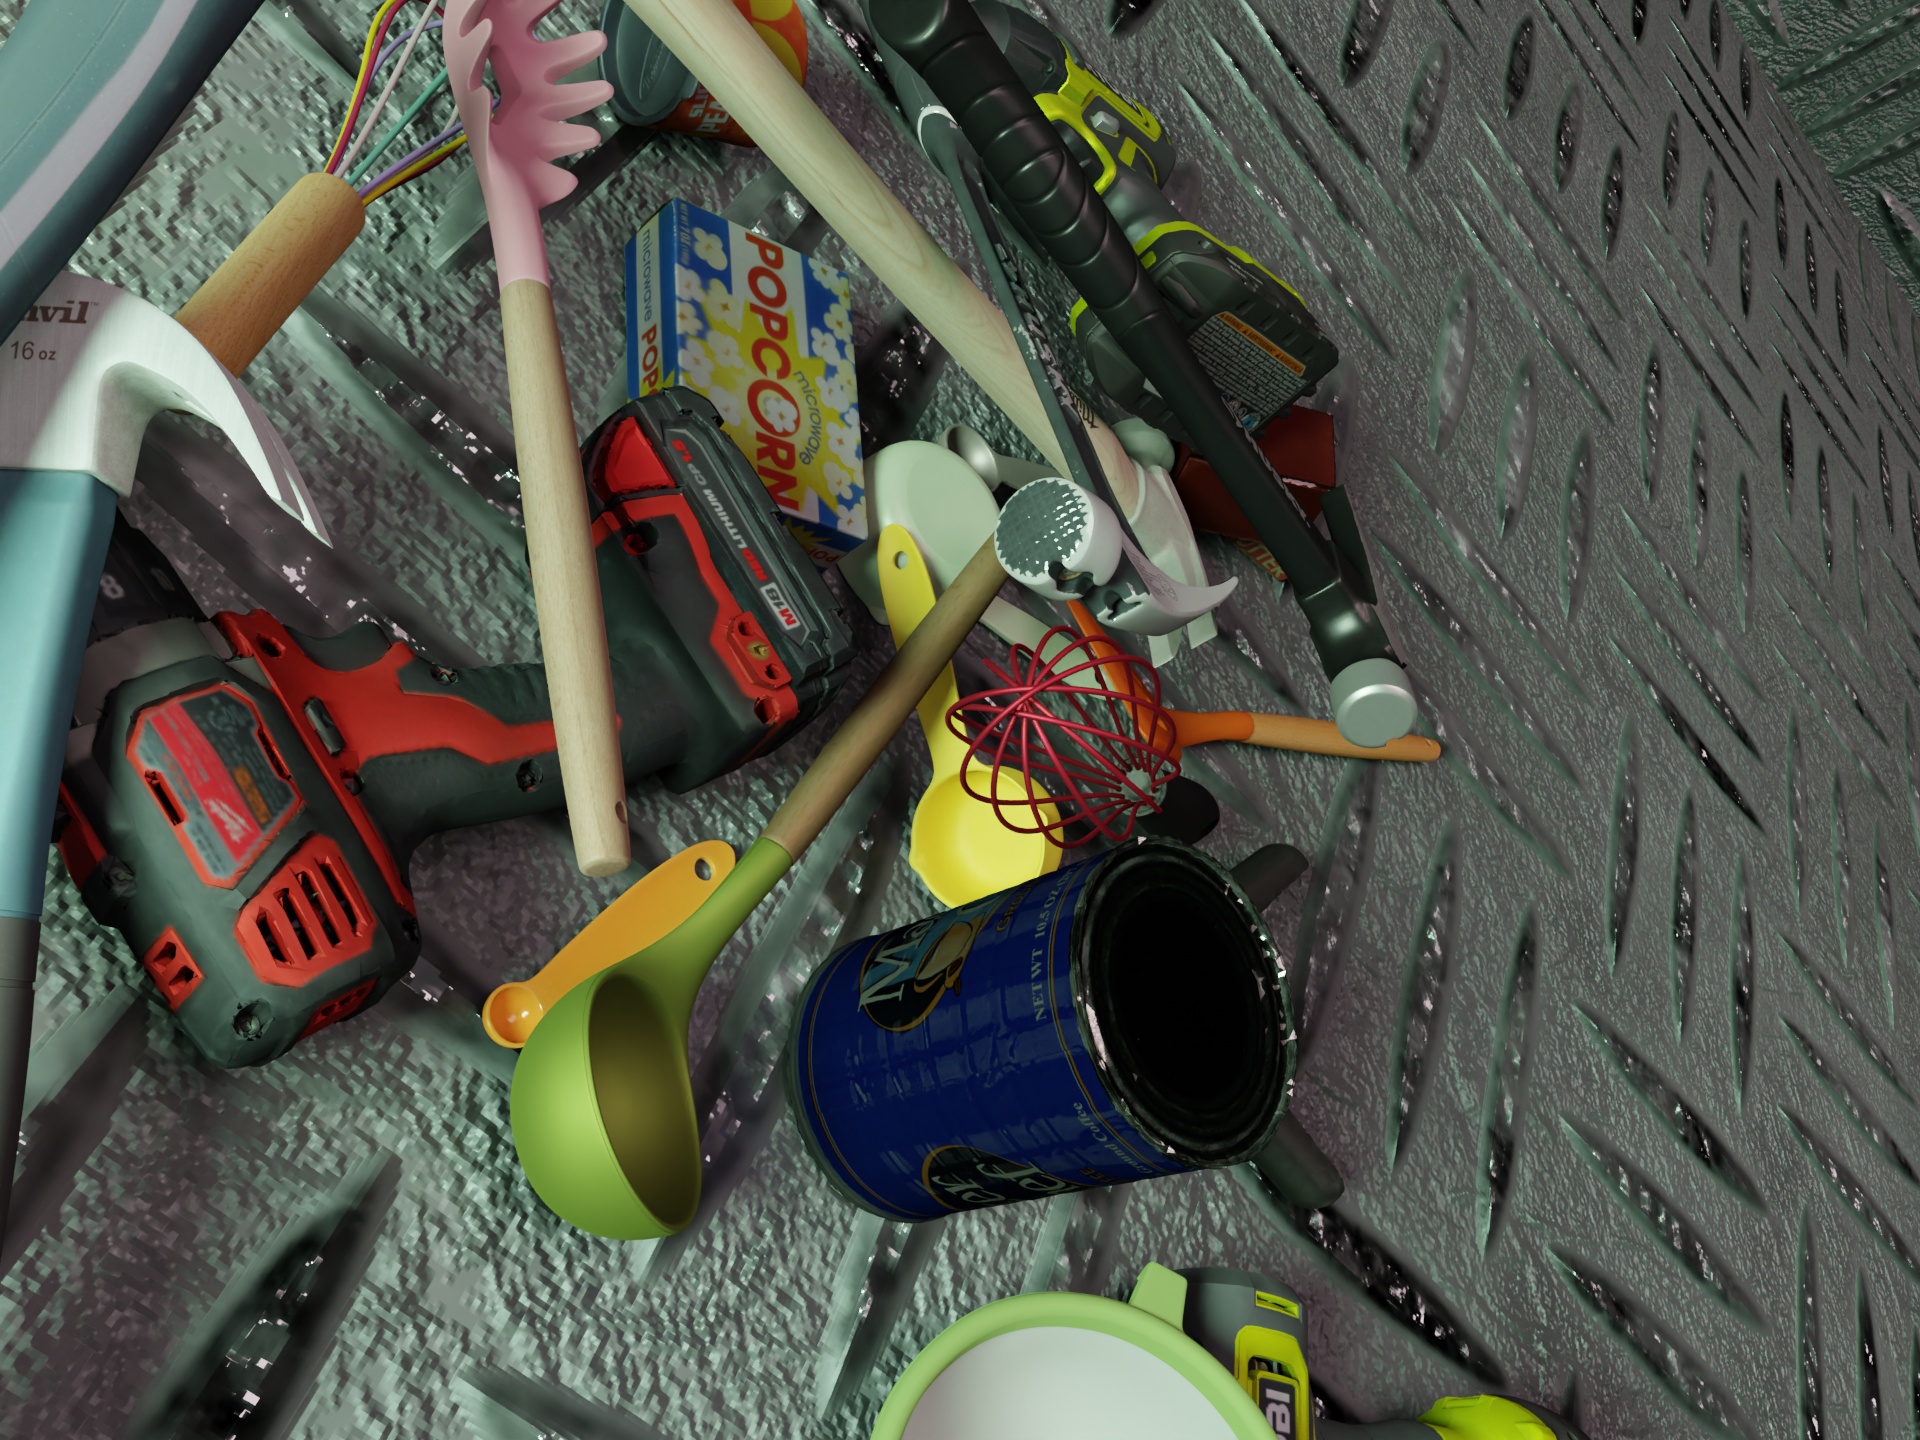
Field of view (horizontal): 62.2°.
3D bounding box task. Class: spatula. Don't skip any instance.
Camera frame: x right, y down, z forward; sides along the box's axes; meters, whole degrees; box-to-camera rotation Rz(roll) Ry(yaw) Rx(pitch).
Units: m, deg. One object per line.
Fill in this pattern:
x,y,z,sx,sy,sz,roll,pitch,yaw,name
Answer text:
0.160,0.000,0.789,0.322,0.041,0.081,6,48,-45,spatula

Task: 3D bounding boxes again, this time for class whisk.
-0.190,-0.172,0.494,0.047,0.051,0.245,52,33,-34,whisk
0.063,0.022,0.596,0.295,0.073,0.073,30,46,-69,whisk

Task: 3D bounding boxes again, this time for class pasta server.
-0.117,-0.106,0.463,0.060,0.040,0.316,38,35,-61,pasta server

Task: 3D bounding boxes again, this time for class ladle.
-0.038,0.027,0.530,0.320,0.062,0.078,-55,138,-34,ladle

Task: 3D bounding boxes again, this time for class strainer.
-0.015,0.269,0.476,0.256,0.069,0.152,-5,52,-27,strainer

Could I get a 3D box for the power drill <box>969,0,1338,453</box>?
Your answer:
0.071,-0.240,0.748,0.171,0.080,0.223,14,42,-50,power drill

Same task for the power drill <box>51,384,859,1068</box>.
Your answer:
-0.160,-0.030,0.463,0.226,0.080,0.188,-30,86,-44,power drill

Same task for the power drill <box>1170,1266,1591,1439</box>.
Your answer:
0.151,0.326,0.597,0.228,0.080,0.191,27,53,-30,power drill

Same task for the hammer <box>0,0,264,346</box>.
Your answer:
-0.231,-0.026,0.313,0.143,0.038,0.386,27,67,-8,hammer

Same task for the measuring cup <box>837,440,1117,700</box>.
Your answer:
0.019,-0.057,0.677,0.167,0.038,0.083,33,51,-27,measuring cup

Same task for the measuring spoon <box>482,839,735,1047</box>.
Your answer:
-0.111,0.069,0.512,0.021,0.011,0.117,58,39,-6,measuring spoon

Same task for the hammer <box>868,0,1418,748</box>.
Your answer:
0.077,-0.143,0.608,0.334,0.035,0.146,48,26,-28,hammer

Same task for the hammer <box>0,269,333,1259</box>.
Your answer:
-0.218,0.056,0.345,0.128,0.033,0.331,2,77,-1,hammer

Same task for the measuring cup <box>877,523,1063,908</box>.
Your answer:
-0.001,-0.002,0.616,0.029,0.062,0.156,1,71,-61,measuring cup

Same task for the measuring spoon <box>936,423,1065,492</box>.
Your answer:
0.029,-0.108,0.735,0.124,0.018,0.034,9,62,-50,measuring spoon

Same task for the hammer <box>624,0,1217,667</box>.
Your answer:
-0.022,-0.178,0.620,0.410,0.038,0.146,40,30,-38,hammer

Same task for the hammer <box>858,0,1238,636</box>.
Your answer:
0.006,-0.210,0.624,0.149,0.036,0.409,19,47,-57,hammer
